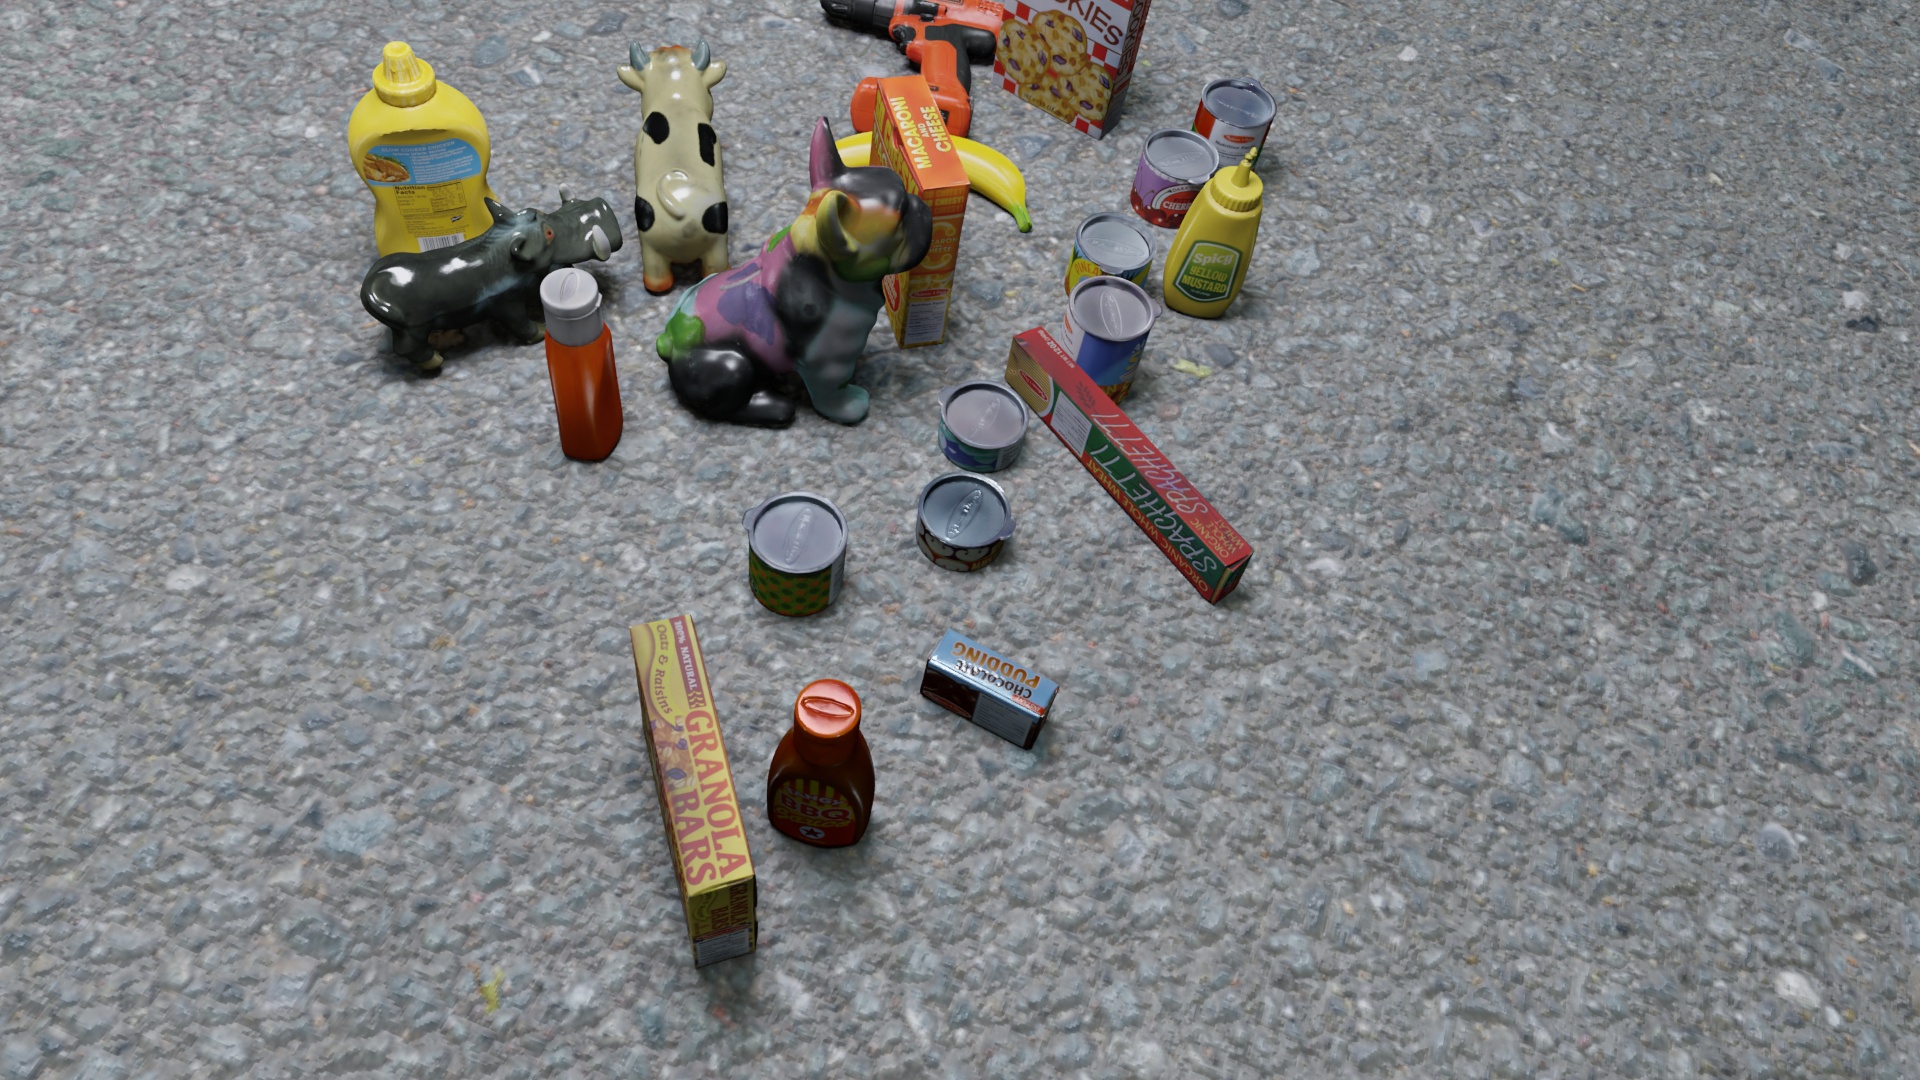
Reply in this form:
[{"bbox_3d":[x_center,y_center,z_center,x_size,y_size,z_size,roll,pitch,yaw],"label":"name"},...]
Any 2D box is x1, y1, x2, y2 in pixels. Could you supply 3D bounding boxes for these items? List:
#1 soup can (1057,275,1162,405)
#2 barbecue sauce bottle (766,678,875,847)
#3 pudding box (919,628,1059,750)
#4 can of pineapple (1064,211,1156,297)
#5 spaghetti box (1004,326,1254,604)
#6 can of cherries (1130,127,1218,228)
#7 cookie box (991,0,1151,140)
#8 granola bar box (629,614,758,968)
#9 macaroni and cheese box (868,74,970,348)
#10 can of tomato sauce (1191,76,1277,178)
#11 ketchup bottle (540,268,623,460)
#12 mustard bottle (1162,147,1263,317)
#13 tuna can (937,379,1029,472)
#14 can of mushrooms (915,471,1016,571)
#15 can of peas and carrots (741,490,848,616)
[{"bbox_3d":[0.111,-0.151,1.069,0.071,0.083,0.072,4,55,-6],"label":"soup can"},{"bbox_3d":[-0.080,0.130,0.806,0.065,0.147,0.044,13,55,1],"label":"barbecue sauce bottle"},{"bbox_3d":[0.018,0.097,0.904,0.084,0.049,0.030,26,56,10],"label":"pudding box"},{"bbox_3d":[0.121,-0.224,1.137,0.071,0.057,0.071,4,55,-6],"label":"can of pineapple"},{"bbox_3d":[0.120,-0.059,1.027,0.029,0.050,0.251,-28,64,-25],"label":"spaghetti box"},{"bbox_3d":[0.186,-0.313,1.208,0.071,0.058,0.072,4,55,-6],"label":"can of cherries"},{"bbox_3d":[0.098,-0.456,1.227,0.123,0.166,0.040,33,58,14],"label":"cookie box"},{"bbox_3d":[-0.153,0.144,0.800,0.039,0.123,0.166,-11,58,-16],"label":"granola bar box"},{"bbox_3d":[-0.038,-0.249,1.064,0.040,0.165,0.124,-10,58,-15],"label":"macaroni and cheese box"},{"bbox_3d":[0.236,-0.357,1.230,0.071,0.082,0.071,4,55,-6],"label":"can of tomato sauce"},{"bbox_3d":[-0.260,-0.122,0.954,0.043,0.148,0.065,6,55,-4],"label":"ketchup bottle"},{"bbox_3d":[0.206,-0.247,1.103,0.065,0.159,0.049,12,55,0],"label":"mustard bottle"},{"bbox_3d":[0.014,-0.086,1.041,0.071,0.032,0.071,4,55,-6],"label":"tuna can"},{"bbox_3d":[0.004,-0.012,0.987,0.071,0.033,0.071,4,55,-6],"label":"can of mushrooms"},{"bbox_3d":[-0.113,0.009,0.940,0.071,0.058,0.071,4,55,-6],"label":"can of peas and carrots"}]
